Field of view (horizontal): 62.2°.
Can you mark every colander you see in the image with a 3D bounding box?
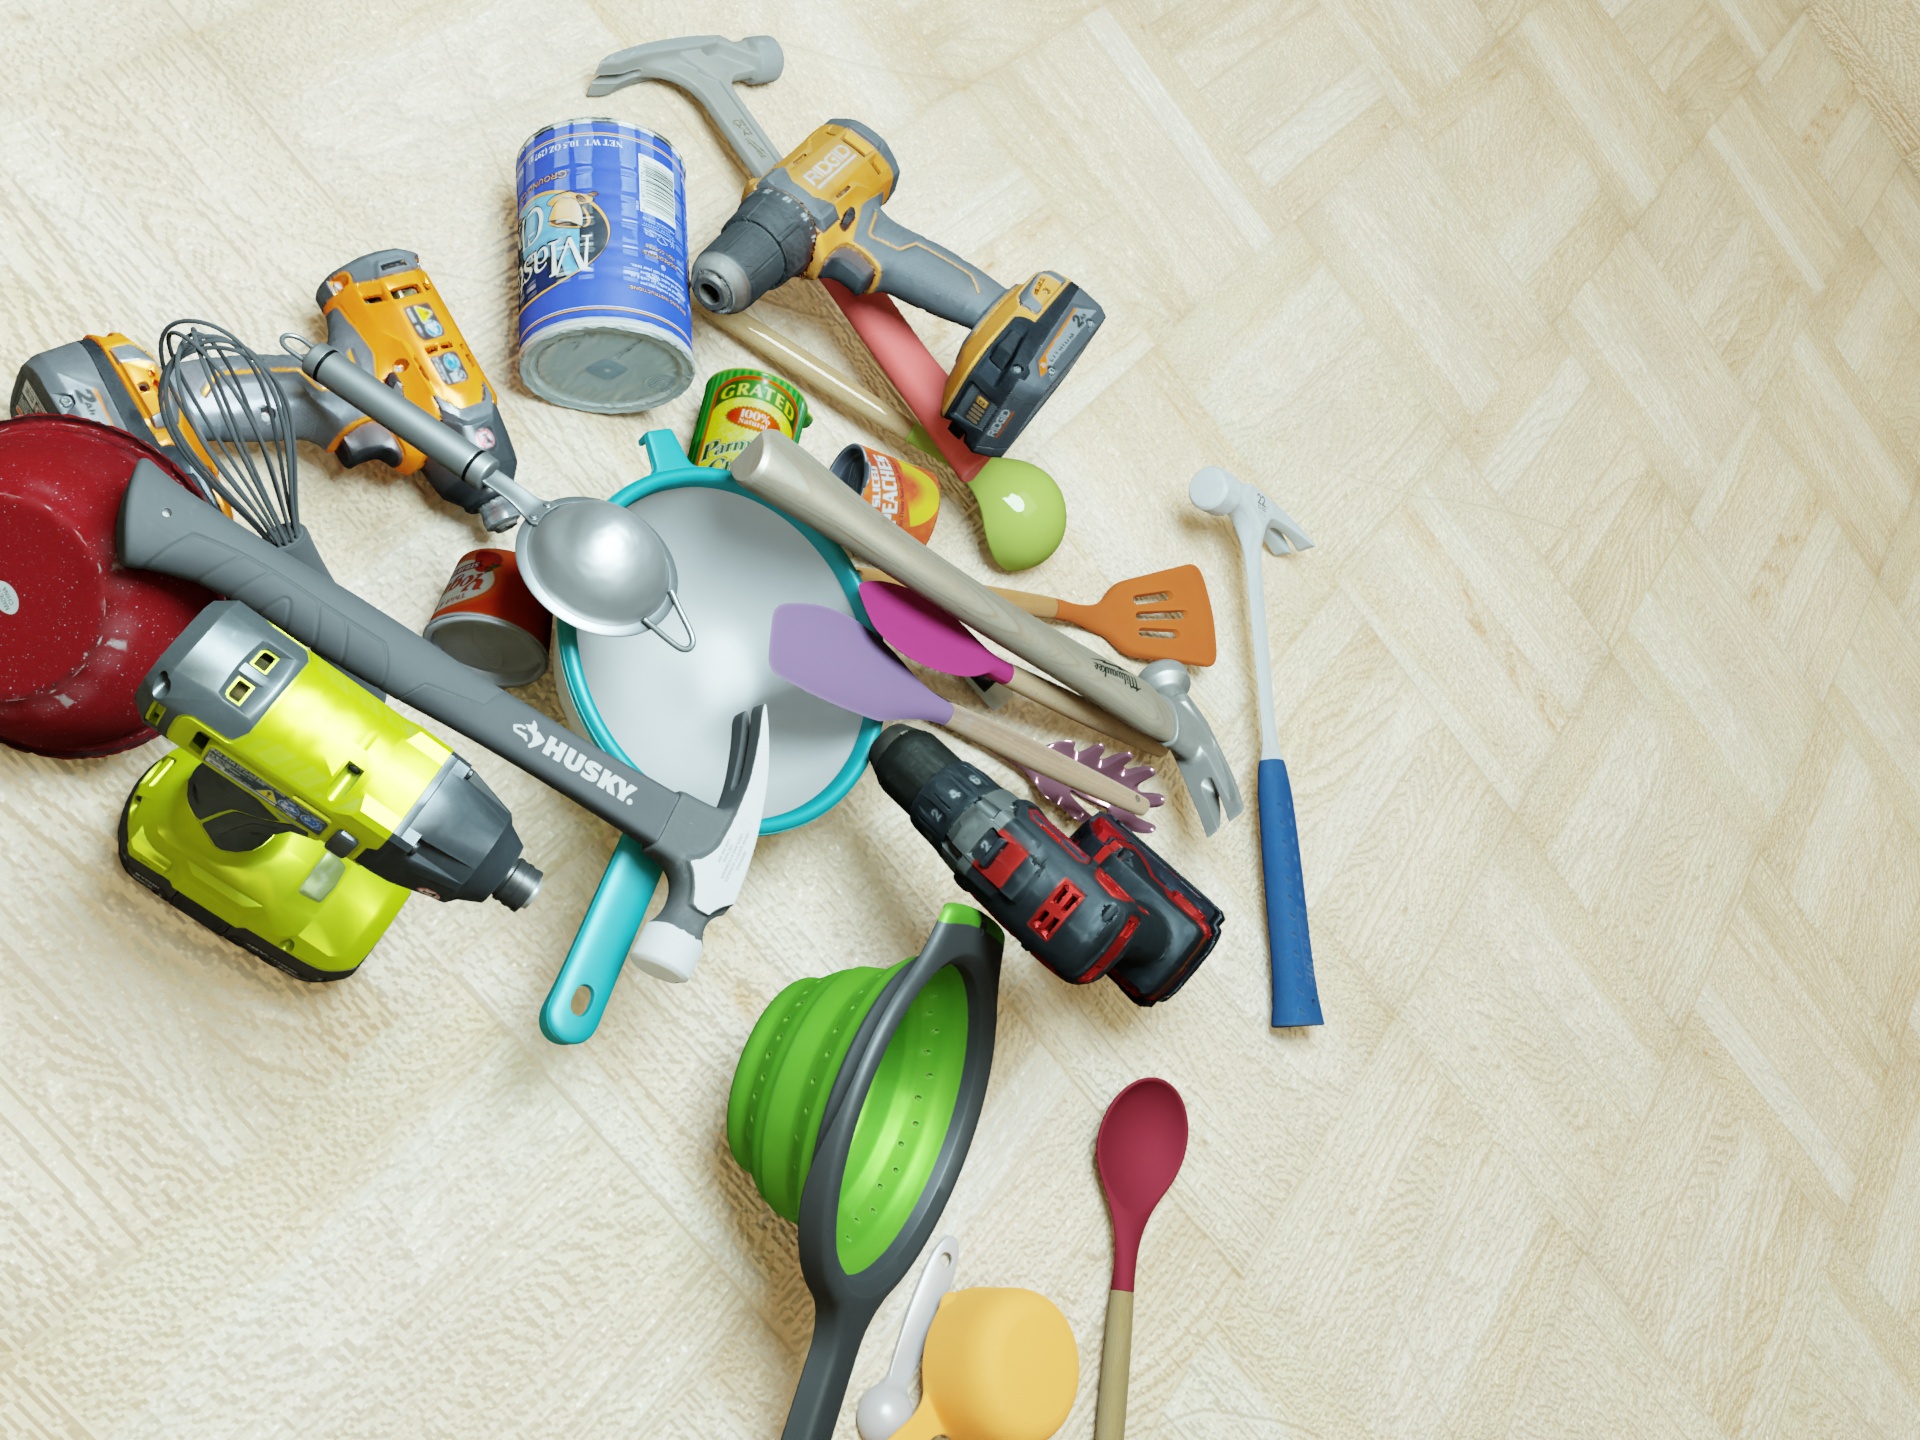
[{"bbox_3d":[-0.086,0.281,0.850,0.204,0.094,0.397,42,64,-66],"label":"colander"}]

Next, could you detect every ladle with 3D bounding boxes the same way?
[{"bbox_3d":[0.099,0.379,0.978,0.069,0.031,0.316,19,65,-24],"label":"ladle"},{"bbox_3d":[-0.062,-0.204,1.079,0.320,0.062,0.078,30,60,-14],"label":"ladle"}]

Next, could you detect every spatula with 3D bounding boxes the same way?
[{"bbox_3d":[0.010,0.003,0.972,0.315,0.018,0.060,26,55,-37],"label":"spatula"},{"bbox_3d":[0.051,-0.084,1.091,0.322,0.041,0.081,5,71,-39],"label":"spatula"}]

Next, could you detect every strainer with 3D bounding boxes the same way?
[{"bbox_3d":[-0.169,0.022,0.881,0.210,0.095,0.341,36,58,-28],"label":"strainer"},{"bbox_3d":[-0.236,-0.122,0.804,0.258,0.050,0.087,34,46,-1],"label":"strainer"}]

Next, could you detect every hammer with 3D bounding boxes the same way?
[{"bbox_3d":[-0.094,-0.308,1.057,0.149,0.036,0.359,-29,81,-38],"label":"hammer"},{"bbox_3d":[-0.236,-0.016,0.754,0.334,0.035,0.146,35,61,-24],"label":"hammer"},{"bbox_3d":[0.233,0.020,1.176,0.144,0.035,0.406,14,68,-51],"label":"hammer"},{"bbox_3d":[0.029,-0.056,0.986,0.410,0.038,0.146,29,30,-37],"label":"hammer"}]

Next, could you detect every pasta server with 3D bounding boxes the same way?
[{"bbox_3d":[-0.002,-0.003,1.041,0.316,0.040,0.060,29,70,-21],"label":"pasta server"}]

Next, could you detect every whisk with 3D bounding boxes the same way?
[{"bbox_3d":[-0.322,-0.088,0.766,0.055,0.238,0.055,-3,47,3],"label":"whisk"}]

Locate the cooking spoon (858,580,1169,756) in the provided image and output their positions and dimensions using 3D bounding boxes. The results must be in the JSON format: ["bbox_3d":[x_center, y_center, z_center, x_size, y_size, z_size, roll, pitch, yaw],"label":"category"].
[{"bbox_3d":[0.045,-0.022,1.032,0.318,0.017,0.069,23,35,-46],"label":"cooking spoon"}]

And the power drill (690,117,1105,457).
[{"bbox_3d":[-0.042,-0.263,0.990,0.226,0.084,0.185,37,52,-2],"label":"power drill"}]

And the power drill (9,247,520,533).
[{"bbox_3d":[-0.346,-0.147,0.838,0.226,0.084,0.164,-32,94,-41],"label":"power drill"}]

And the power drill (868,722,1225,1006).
[{"bbox_3d":[0.051,0.085,0.945,0.188,0.080,0.226,42,6,28],"label":"power drill"}]

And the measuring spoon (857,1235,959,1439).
[{"bbox_3d":[-0.023,0.353,0.910,0.034,0.018,0.124,36,56,-18],"label":"measuring spoon"}]

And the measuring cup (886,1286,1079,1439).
[{"bbox_3d":[0.002,0.383,0.877,0.173,0.052,0.095,-29,95,-48],"label":"measuring cup"}]

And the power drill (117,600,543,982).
[{"bbox_3d":[-0.289,0.047,0.714,0.171,0.223,0.080,39,57,-17],"label":"power drill"}]
